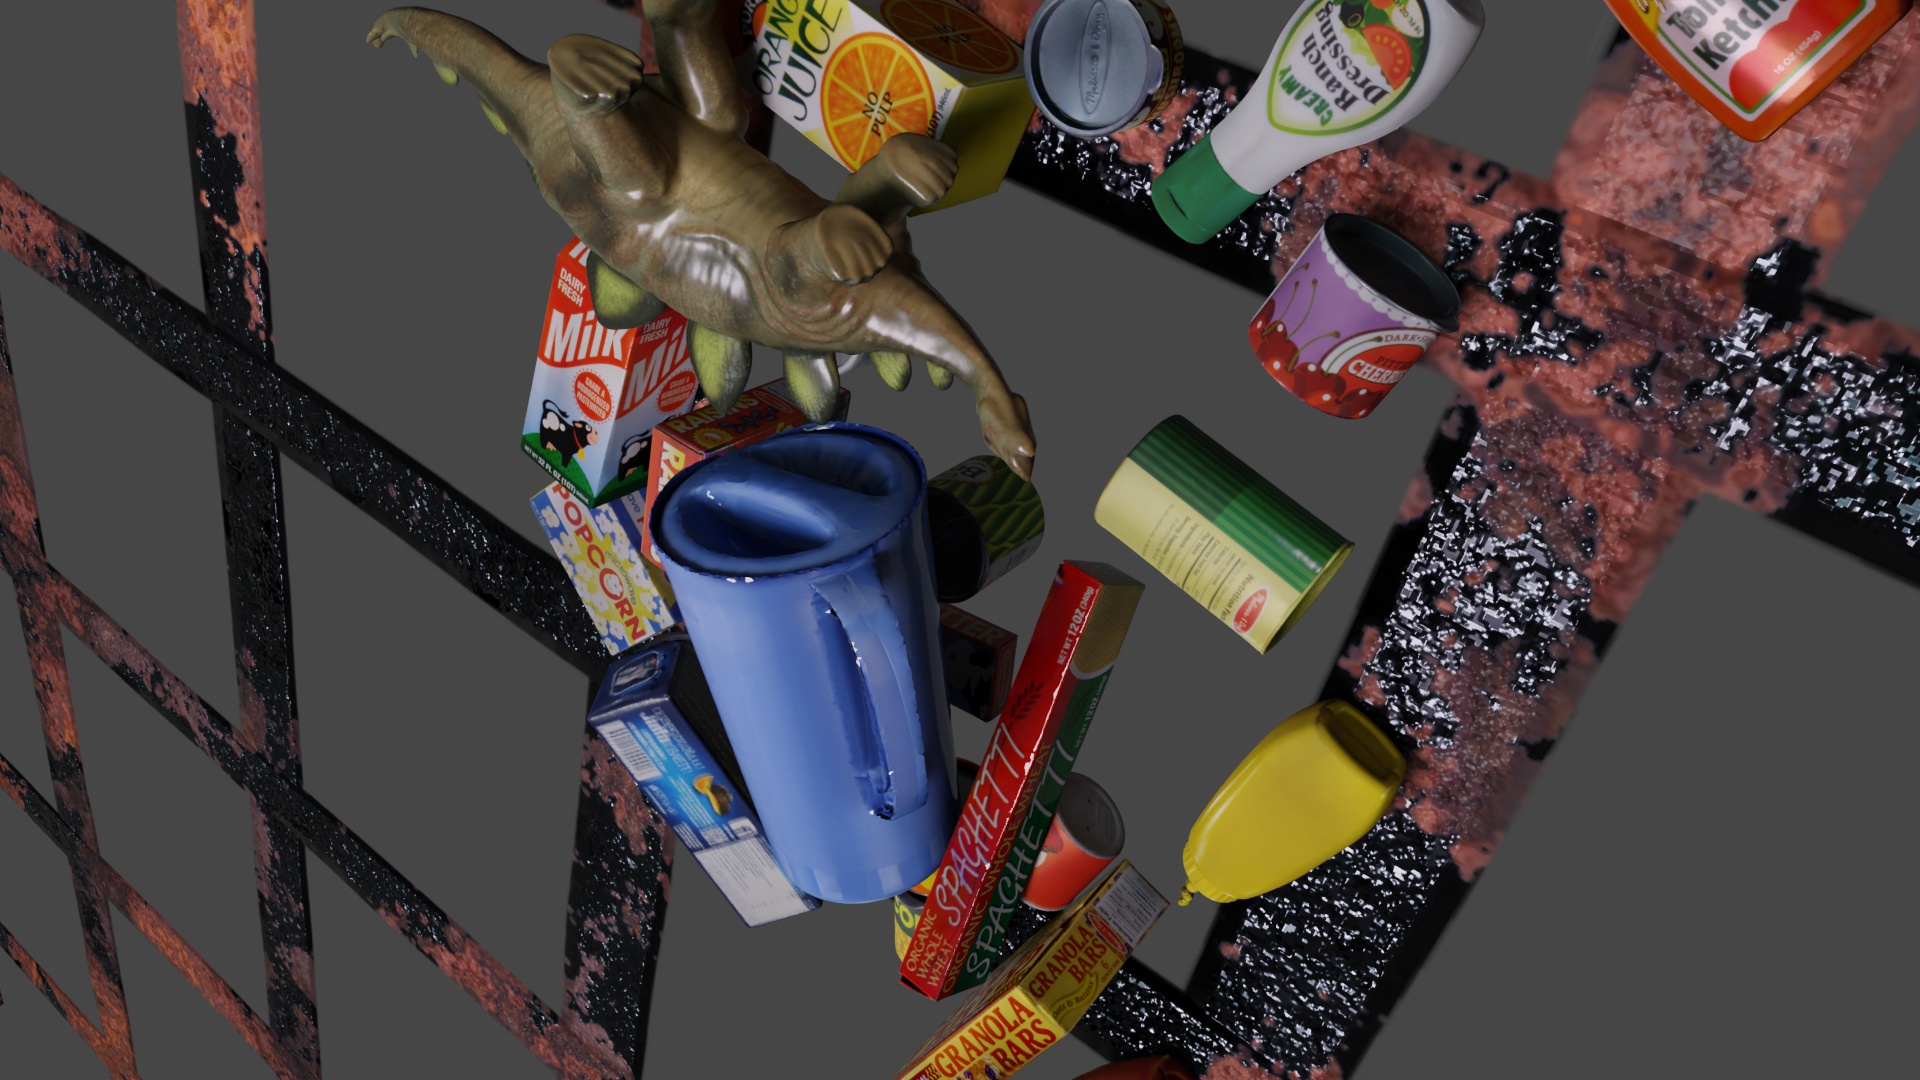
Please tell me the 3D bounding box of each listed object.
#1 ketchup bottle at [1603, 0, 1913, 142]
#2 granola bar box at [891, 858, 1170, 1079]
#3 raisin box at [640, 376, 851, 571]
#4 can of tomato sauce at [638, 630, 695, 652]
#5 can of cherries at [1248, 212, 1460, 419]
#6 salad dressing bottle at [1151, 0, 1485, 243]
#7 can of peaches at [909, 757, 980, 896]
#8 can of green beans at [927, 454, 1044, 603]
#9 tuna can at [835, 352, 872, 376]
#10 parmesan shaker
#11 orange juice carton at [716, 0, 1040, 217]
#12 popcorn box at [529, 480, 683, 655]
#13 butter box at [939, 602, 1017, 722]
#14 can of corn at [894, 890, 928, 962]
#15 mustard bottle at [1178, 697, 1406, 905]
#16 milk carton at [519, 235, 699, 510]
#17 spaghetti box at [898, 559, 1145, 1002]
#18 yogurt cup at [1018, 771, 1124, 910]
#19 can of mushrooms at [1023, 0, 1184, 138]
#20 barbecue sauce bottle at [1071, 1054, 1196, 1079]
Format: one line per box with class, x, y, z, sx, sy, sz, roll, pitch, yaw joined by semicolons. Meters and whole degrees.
ketchup bottle;0.246;-0.210;0.480;0.149;0.044;0.064;48;131;10
granola bar box;0.036;0.266;0.806;0.039;0.125;0.164;46;130;10
raisin box;-0.120;-0.038;0.788;0.040;0.124;0.085;31;126;24
can of tomato sauce;-0.186;0.115;0.947;0.071;0.071;0.082;25;124;27
can of cherries;0.164;-0.091;0.580;0.071;0.072;0.058;45;131;13
salad dressing bottle;0.142;-0.179;0.574;0.147;0.044;0.064;-37;85;42
can of peaches;-0.013;0.171;0.838;0.071;0.071;0.057;21;121;29
can of green beans;0.004;-0.007;0.750;0.071;0.058;0.071;17;120;31
tuna can;-0.071;-0.127;0.769;0.071;0.033;0.070;16;120;31
parmesan shaker;0.124;-0.006;0.652;0.103;0.071;0.071;40;129;17
orange juice carton;-0.059;-0.246;0.679;0.193;0.073;0.071;41;131;16
popcorn box;-0.234;0.007;0.954;0.085;0.038;0.126;-25;94;41
butter box;-0.017;0.062;0.820;0.103;0.024;0.052;24;124;28
can of corn;-0.010;0.230;0.861;0.071;0.071;0.058;18;121;31
mustard bottle;0.156;0.144;0.709;0.065;0.049;0.159;47;131;11
milk carton;-0.205;-0.119;0.850;0.072;0.074;0.189;38;128;18
spaghetti box;0.032;0.129;0.738;0.029;0.050;0.249;28;103;33
yogurt cup;0.056;0.168;0.788;0.072;0.073;0.053;50;123;8
can of mushrooms;0.066;-0.216;0.623;0.071;0.033;0.070;16;118;32
barbecue sauce bottle;0.086;0.361;0.865;0.148;0.044;0.065;-31;91;42
